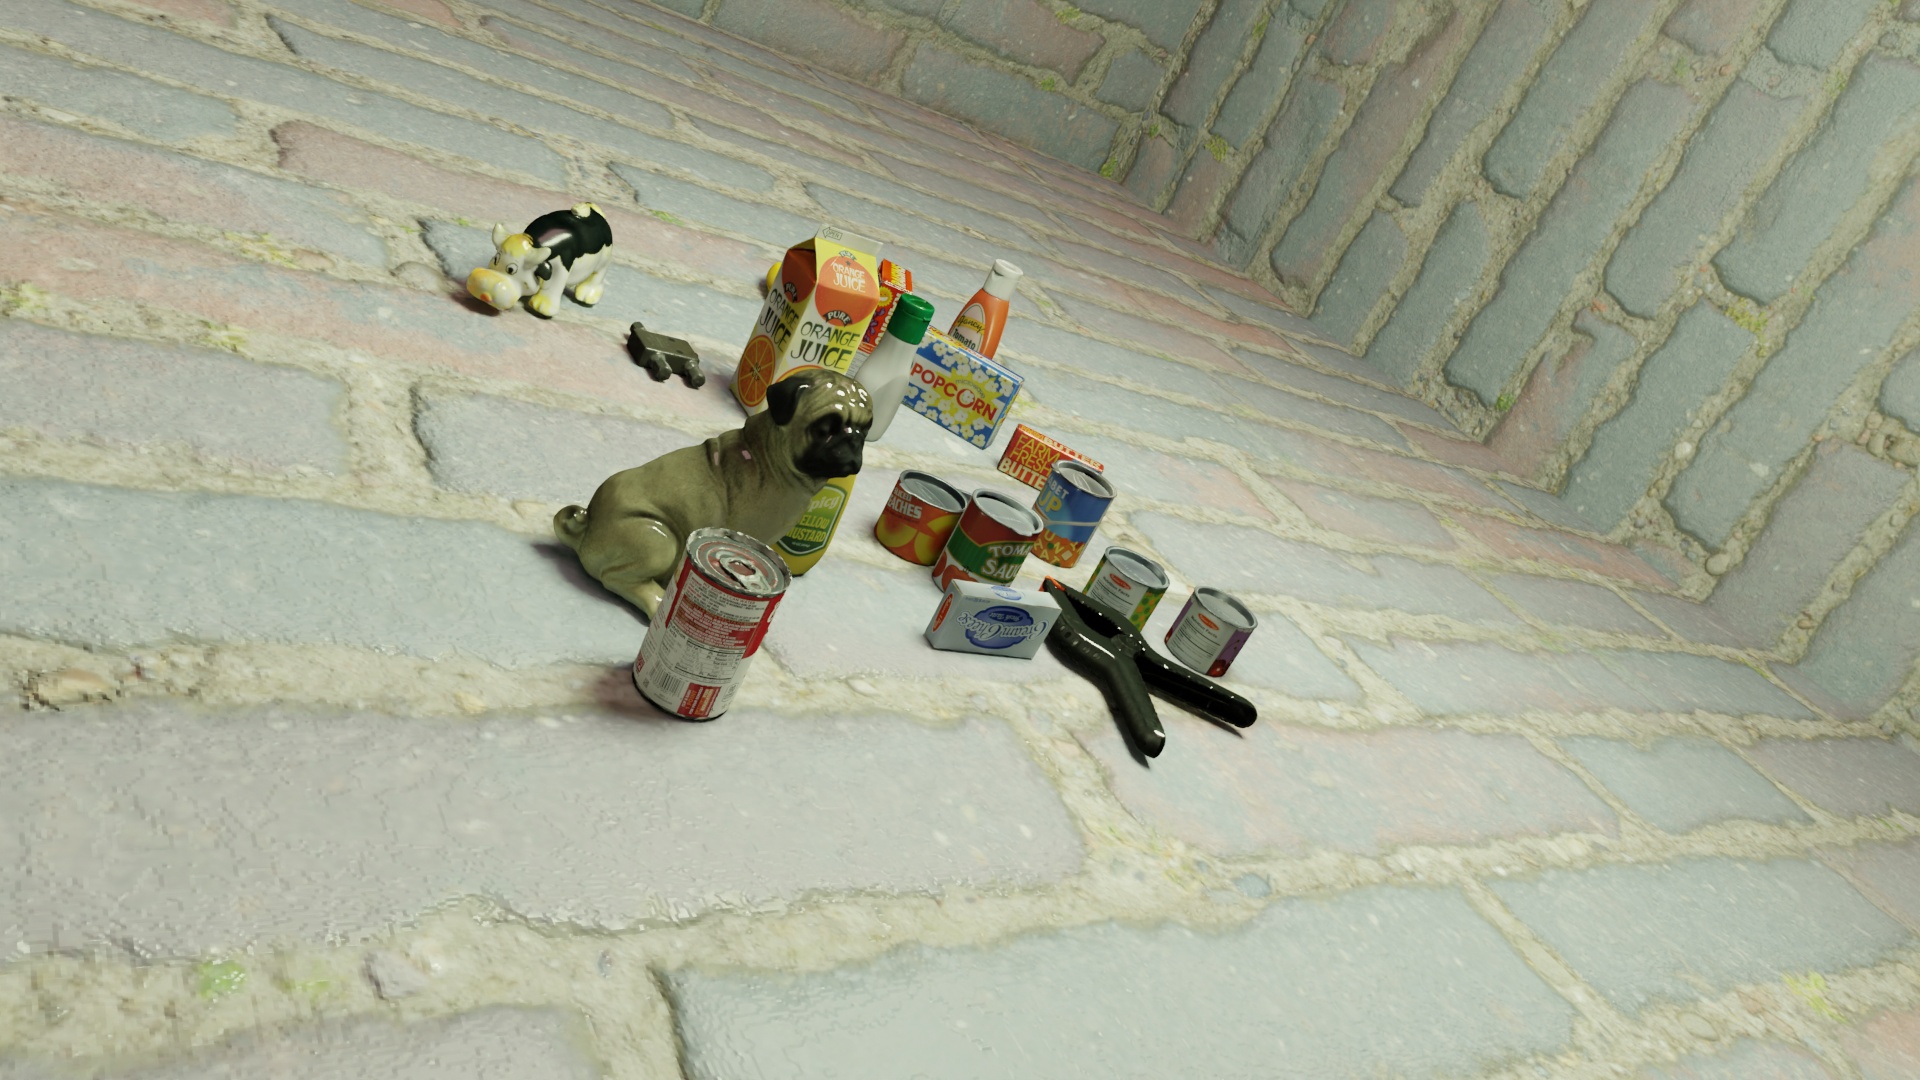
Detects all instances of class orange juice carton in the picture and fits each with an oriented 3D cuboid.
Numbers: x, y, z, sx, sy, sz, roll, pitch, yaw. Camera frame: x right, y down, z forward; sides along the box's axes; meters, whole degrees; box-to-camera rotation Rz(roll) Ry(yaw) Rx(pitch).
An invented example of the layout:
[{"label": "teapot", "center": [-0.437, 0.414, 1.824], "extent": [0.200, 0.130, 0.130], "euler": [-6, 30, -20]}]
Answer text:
[{"label": "orange juice carton", "center": [-0.139, -0.200, 1.295], "extent": [0.072, 0.192, 0.073], "euler": [9, 29, -38]}]

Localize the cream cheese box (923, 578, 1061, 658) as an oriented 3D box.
[{"label": "cream cheese box", "center": [0.026, 0.063, 1.101], "extent": [0.104, 0.053, 0.024], "euler": [9, 29, -37]}]

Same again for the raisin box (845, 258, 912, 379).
[{"label": "raisin box", "center": [-0.094, -0.233, 1.504], "extent": [0.040, 0.123, 0.086], "euler": [23, 23, -13]}]

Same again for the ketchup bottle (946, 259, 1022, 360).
[{"label": "ketchup bottle", "center": [0.027, -0.264, 1.670], "extent": [0.065, 0.148, 0.043], "euler": [40, 25, 27]}]

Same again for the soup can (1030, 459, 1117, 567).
[{"label": "soup can", "center": [0.099, -0.027, 1.333], "extent": [0.071, 0.083, 0.071], "euler": [23, 23, -10]}]

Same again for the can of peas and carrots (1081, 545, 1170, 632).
[{"label": "can of peas and carrots", "center": [0.149, 0.047, 1.266], "extent": [0.071, 0.058, 0.071], "euler": [23, 23, -10]}]

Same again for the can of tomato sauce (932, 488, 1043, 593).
[{"label": "can of tomato sauce", "center": [0.023, 0.009, 1.174], "extent": [0.071, 0.082, 0.071], "euler": [23, 23, -10]}]

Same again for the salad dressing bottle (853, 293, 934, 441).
[{"label": "salad dressing bottle", "center": [-0.071, -0.170, 1.364], "extent": [0.044, 0.147, 0.064], "euler": [40, 25, 26]}]

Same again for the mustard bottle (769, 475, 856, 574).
[{"label": "mustard bottle", "center": [-0.111, -0.049, 1.048], "extent": [0.065, 0.159, 0.049], "euler": [9, 29, -39]}]

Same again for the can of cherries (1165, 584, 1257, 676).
[{"label": "can of cherries", "center": [0.232, 0.083, 1.281], "extent": [0.071, 0.058, 0.072], "euler": [23, 23, -10]}]

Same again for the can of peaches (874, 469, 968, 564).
[{"label": "can of peaches", "center": [-0.036, -0.020, 1.202], "extent": [0.071, 0.057, 0.071], "euler": [23, 23, -10]}]

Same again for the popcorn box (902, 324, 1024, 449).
[{"label": "popcorn box", "center": [-0.005, -0.168, 1.513], "extent": [0.127, 0.085, 0.038], "euler": [30, 22, 6]}]

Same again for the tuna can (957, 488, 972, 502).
[{"label": "tuna can", "center": [0.005, -0.016, 1.271], "extent": [0.071, 0.032, 0.071], "euler": [23, 23, -10]}]

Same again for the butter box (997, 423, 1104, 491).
[{"label": "butter box", "center": [0.095, -0.078, 1.477], "extent": [0.103, 0.053, 0.024], "euler": [27, 22, -2]}]
